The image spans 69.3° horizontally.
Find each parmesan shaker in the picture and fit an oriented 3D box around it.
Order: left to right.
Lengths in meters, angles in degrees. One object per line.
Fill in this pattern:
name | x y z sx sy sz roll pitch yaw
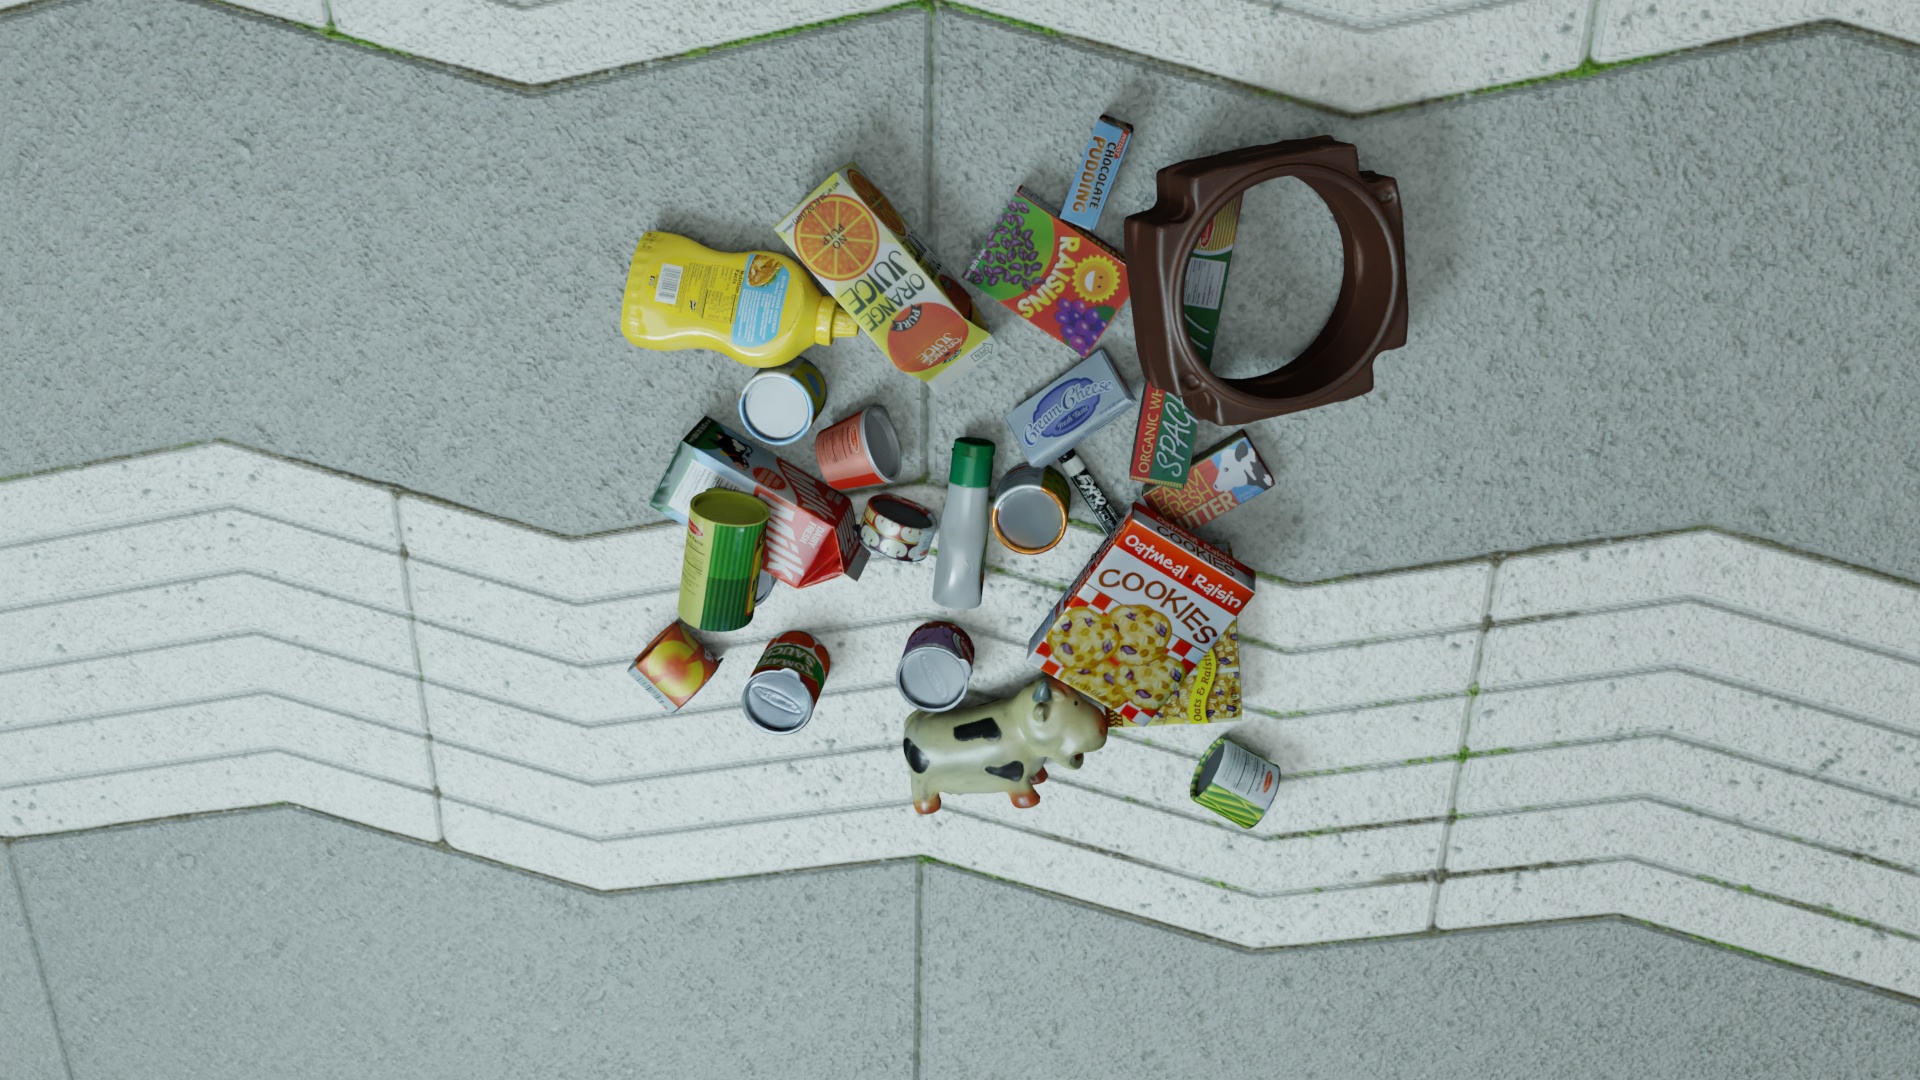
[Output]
parmesan shaker | -0.201 0.016 1.172 0.071 0.071 0.102 13 115 2

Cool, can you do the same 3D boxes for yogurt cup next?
yogurt cup | -0.090 -0.076 1.200 0.054 0.073 0.072 -15 109 21

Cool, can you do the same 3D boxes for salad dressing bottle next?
salad dressing bottle | 0.004 -0.015 1.216 0.044 0.064 0.147 5 105 -7

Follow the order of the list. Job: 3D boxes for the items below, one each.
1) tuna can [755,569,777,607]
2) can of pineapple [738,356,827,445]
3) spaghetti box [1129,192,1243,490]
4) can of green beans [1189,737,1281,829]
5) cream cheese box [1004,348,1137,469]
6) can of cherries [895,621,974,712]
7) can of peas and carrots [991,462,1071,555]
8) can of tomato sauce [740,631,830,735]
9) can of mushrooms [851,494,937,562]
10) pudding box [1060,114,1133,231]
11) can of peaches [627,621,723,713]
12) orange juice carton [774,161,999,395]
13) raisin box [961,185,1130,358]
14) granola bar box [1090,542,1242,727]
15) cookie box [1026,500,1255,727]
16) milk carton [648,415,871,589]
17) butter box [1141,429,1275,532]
tuna can | -0.202 0.026 1.270 0.071 0.033 0.070 2 112 6
can of pineapple | -0.152 -0.119 1.193 0.071 0.058 0.070 2 112 6
spaghetti box | 0.183 -0.167 1.136 0.050 0.029 0.249 10 106 4
can of green beans | 0.252 0.223 1.276 0.058 0.071 0.071 28 112 -4
cream cheese box | 0.093 -0.110 1.172 0.103 0.024 0.053 -34 67 18
can of cherries | -0.020 0.114 1.270 0.071 0.058 0.071 2 111 6
can of peas and carrots | 0.063 -0.026 1.204 0.071 0.059 0.070 3 112 6
can of tomato sauce | -0.159 0.128 1.278 0.071 0.083 0.071 2 112 6
can of mushrooms | -0.057 -0.012 1.219 0.071 0.071 0.033 21 112 -2
pudding box | 0.108 -0.291 1.098 0.030 0.050 0.083 21 113 0
can of peaches | -0.266 0.117 1.297 0.071 0.071 0.058 -41 102 19
orange juice carton | -0.056 -0.210 1.137 0.071 0.073 0.192 -38 103 19
raisin box | 0.075 -0.219 1.137 0.123 0.040 0.085 33 111 -5
granola bar box | 0.184 0.088 1.238 0.124 0.039 0.164 -5 116 9
cookie box | 0.153 0.064 1.185 0.123 0.040 0.166 30 117 -8
milk carton | -0.167 -0.024 1.225 0.190 0.072 0.073 30 113 -5
butter box | 0.212 -0.047 1.196 0.103 0.024 0.053 -30 105 17
